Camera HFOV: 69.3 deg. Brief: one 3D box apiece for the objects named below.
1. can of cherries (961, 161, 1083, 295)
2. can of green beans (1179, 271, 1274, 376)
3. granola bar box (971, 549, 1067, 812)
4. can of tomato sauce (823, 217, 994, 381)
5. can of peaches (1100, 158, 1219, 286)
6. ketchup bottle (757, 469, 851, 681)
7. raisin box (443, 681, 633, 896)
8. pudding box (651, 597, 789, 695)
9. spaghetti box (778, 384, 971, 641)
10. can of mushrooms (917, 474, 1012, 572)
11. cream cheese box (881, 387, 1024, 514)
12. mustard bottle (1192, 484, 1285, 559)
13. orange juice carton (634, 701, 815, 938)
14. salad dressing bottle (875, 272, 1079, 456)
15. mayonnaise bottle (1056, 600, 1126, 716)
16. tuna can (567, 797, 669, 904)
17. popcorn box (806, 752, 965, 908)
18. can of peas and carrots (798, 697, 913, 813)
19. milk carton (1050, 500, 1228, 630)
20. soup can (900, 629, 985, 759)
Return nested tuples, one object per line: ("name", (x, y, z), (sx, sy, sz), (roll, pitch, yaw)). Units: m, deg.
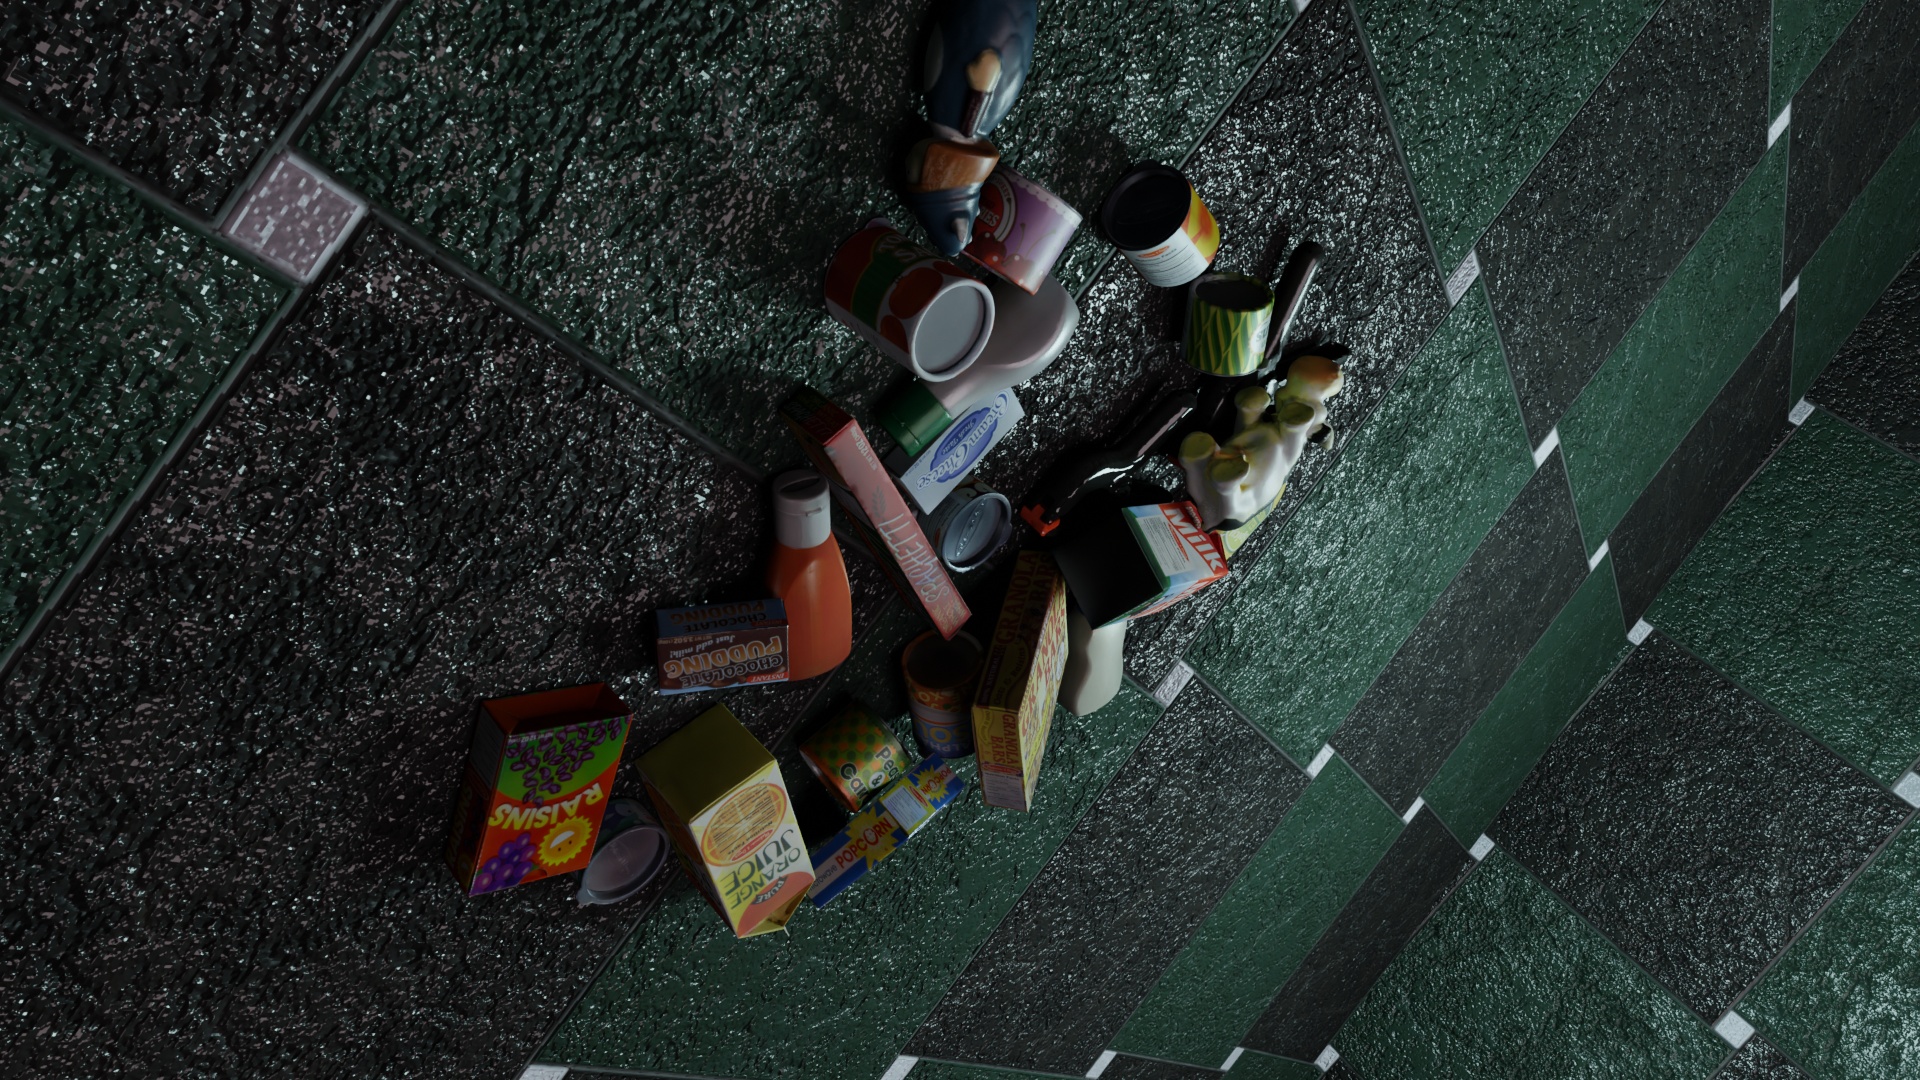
("can of cherries", (0.032, -0.195, 0.865), (0.071, 0.071, 0.058), (21, 104, -53))
("can of green beans", (0.207, -0.169, 1.082), (0.071, 0.071, 0.057), (-26, 136, -32))
("granola bar box", (0.049, 0.108, 1.089), (0.166, 0.039, 0.123), (-71, 161, -44))
("can of tomato sauce", (-0.030, -0.143, 0.825), (0.071, 0.083, 0.070), (-29, 139, -29))
("can of peaches", (0.140, -0.220, 0.966), (0.071, 0.071, 0.058), (-55, 144, 3))
("ketchup bottle", (-0.103, 0.023, 0.917), (0.065, 0.044, 0.148), (-20, 133, -27))
("raisin box", (-0.260, 0.153, 0.856), (0.086, 0.040, 0.123), (-5, 124, -47))
("pudding box", (-0.153, 0.067, 0.885), (0.084, 0.030, 0.049), (-5, 127, -14))
("spaghetti box", (-0.052, -0.011, 0.940), (0.029, 0.050, 0.249), (-44, 144, -11))
("can of mushrooms", (0.004, -0.013, 1.015), (0.071, 0.033, 0.070), (-29, 137, -30))
("cream cheese box", (-0.004, -0.072, 0.965), (0.104, 0.024, 0.053), (-47, 145, -8))
("mustard bottle", (0.228, -0.008, 1.255), (0.160, 0.049, 0.065), (-50, 143, -4))
("orange juice carton", (-0.160, 0.212, 0.989), (0.073, 0.072, 0.191), (-34, 140, -24))
("salad dressing bottle", (0.010, -0.116, 0.916), (0.148, 0.064, 0.044), (-41, 163, -3))
("mayonnaise bottle", (0.117, 0.084, 1.218), (0.065, 0.041, 0.147), (-28, 137, -32))
("tuna can", (-0.235, 0.211, 0.937), (0.071, 0.033, 0.070), (-29, 138, -30))
("popcorn box", (-0.065, 0.225, 1.076), (0.126, 0.038, 0.085), (-44, 172, 34))
("can of peas and carrots", (-0.077, 0.163, 1.040), (0.059, 0.071, 0.070), (-40, 143, -16))
("milk carton", (0.157, 0.017, 1.140), (0.072, 0.073, 0.191), (-32, 168, 28))
("soup can", (-0.011, 0.121, 1.081), (0.071, 0.071, 0.083), (-34, 140, -24))
